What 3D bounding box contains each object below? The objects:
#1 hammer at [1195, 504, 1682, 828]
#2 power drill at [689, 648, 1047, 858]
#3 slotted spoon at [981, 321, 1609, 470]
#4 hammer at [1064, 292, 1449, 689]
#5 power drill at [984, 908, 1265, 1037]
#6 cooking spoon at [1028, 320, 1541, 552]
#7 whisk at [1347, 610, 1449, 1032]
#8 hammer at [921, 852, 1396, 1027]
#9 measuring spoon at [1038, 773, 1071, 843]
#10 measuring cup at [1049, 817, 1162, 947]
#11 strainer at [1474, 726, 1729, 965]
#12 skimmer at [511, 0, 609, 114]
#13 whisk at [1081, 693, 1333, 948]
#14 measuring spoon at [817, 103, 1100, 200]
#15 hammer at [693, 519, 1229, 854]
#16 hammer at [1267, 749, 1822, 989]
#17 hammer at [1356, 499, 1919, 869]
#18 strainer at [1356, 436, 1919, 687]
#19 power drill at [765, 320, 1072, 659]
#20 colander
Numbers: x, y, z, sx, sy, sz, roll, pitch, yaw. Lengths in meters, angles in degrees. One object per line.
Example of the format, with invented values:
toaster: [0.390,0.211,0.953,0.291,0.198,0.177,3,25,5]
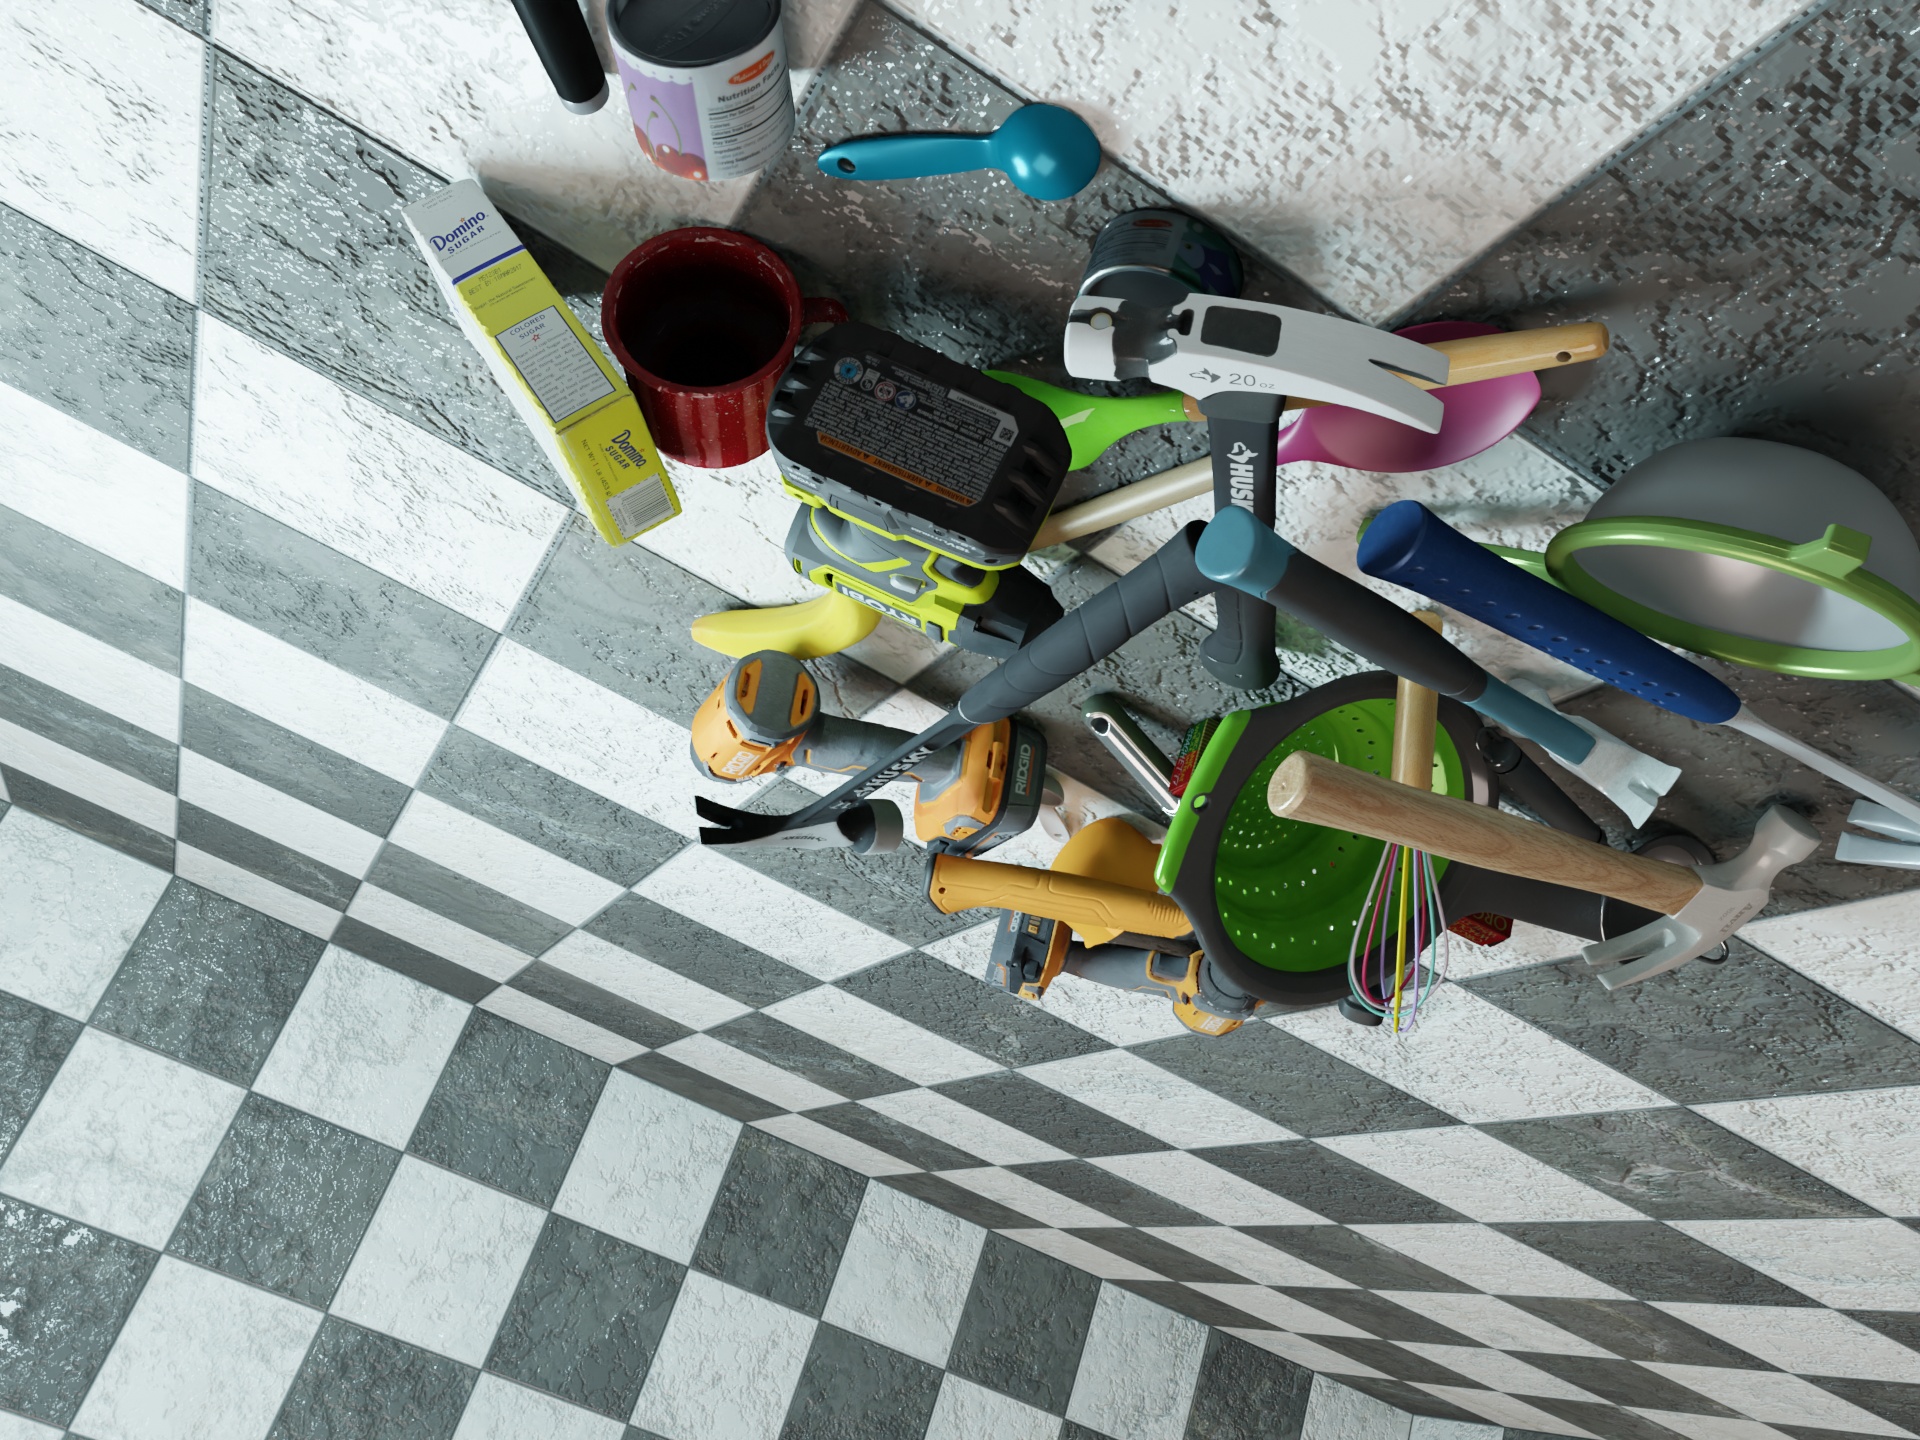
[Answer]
hammer: [0.217,-0.023,0.716,0.330,0.033,0.128,21,-164,-39]
power drill: [-0.073,0.028,1.094,0.226,0.084,0.164,17,157,-19]
slotted spoon: [0.123,-0.144,0.702,0.314,0.031,0.070,0,146,39]
hammer: [0.140,-0.089,0.754,0.146,0.035,0.334,9,161,14]
power drill: [0.140,0.195,1.301,0.226,0.084,0.185,14,158,3]
cooking spoon: [0.129,-0.123,0.766,0.319,0.017,0.068,-14,126,49]
whisk: [0.243,0.059,0.868,0.051,0.047,0.245,18,117,44]
hammer: [0.141,0.129,1.100,0.337,0.034,0.127,9,118,2]
measuring spoon: [0.069,0.065,1.188,0.034,0.018,0.124,11,160,17]
measuring cup: [0.088,0.112,1.205,0.052,0.095,0.174,41,169,-17]
strainer: [0.365,0.071,0.916,0.258,0.087,0.050,37,180,-31]
skimmer: [-0.163,-0.351,0.521,0.127,0.090,0.363,14,164,8]
whisk: [0.163,0.076,1.030,0.246,0.059,0.058,47,132,-7]
measuring spoon: [-0.006,-0.227,0.654,0.129,0.021,0.042,6,151,25]
hammer: [-0.001,-0.003,0.852,0.149,0.036,0.409,2,157,-36]
hammer: [0.299,0.070,0.836,0.331,0.031,0.130,15,122,-25]
hammer: [0.350,-0.001,0.729,0.405,0.035,0.144,23,175,-19]
strainer: [0.290,-0.085,0.690,0.151,0.069,0.256,26,175,-43]
power drill: [-0.012,-0.098,0.804,0.171,0.080,0.223,25,168,7]
colander: [0.269,0.074,0.960,0.396,0.204,0.095,16,-167,-29]
